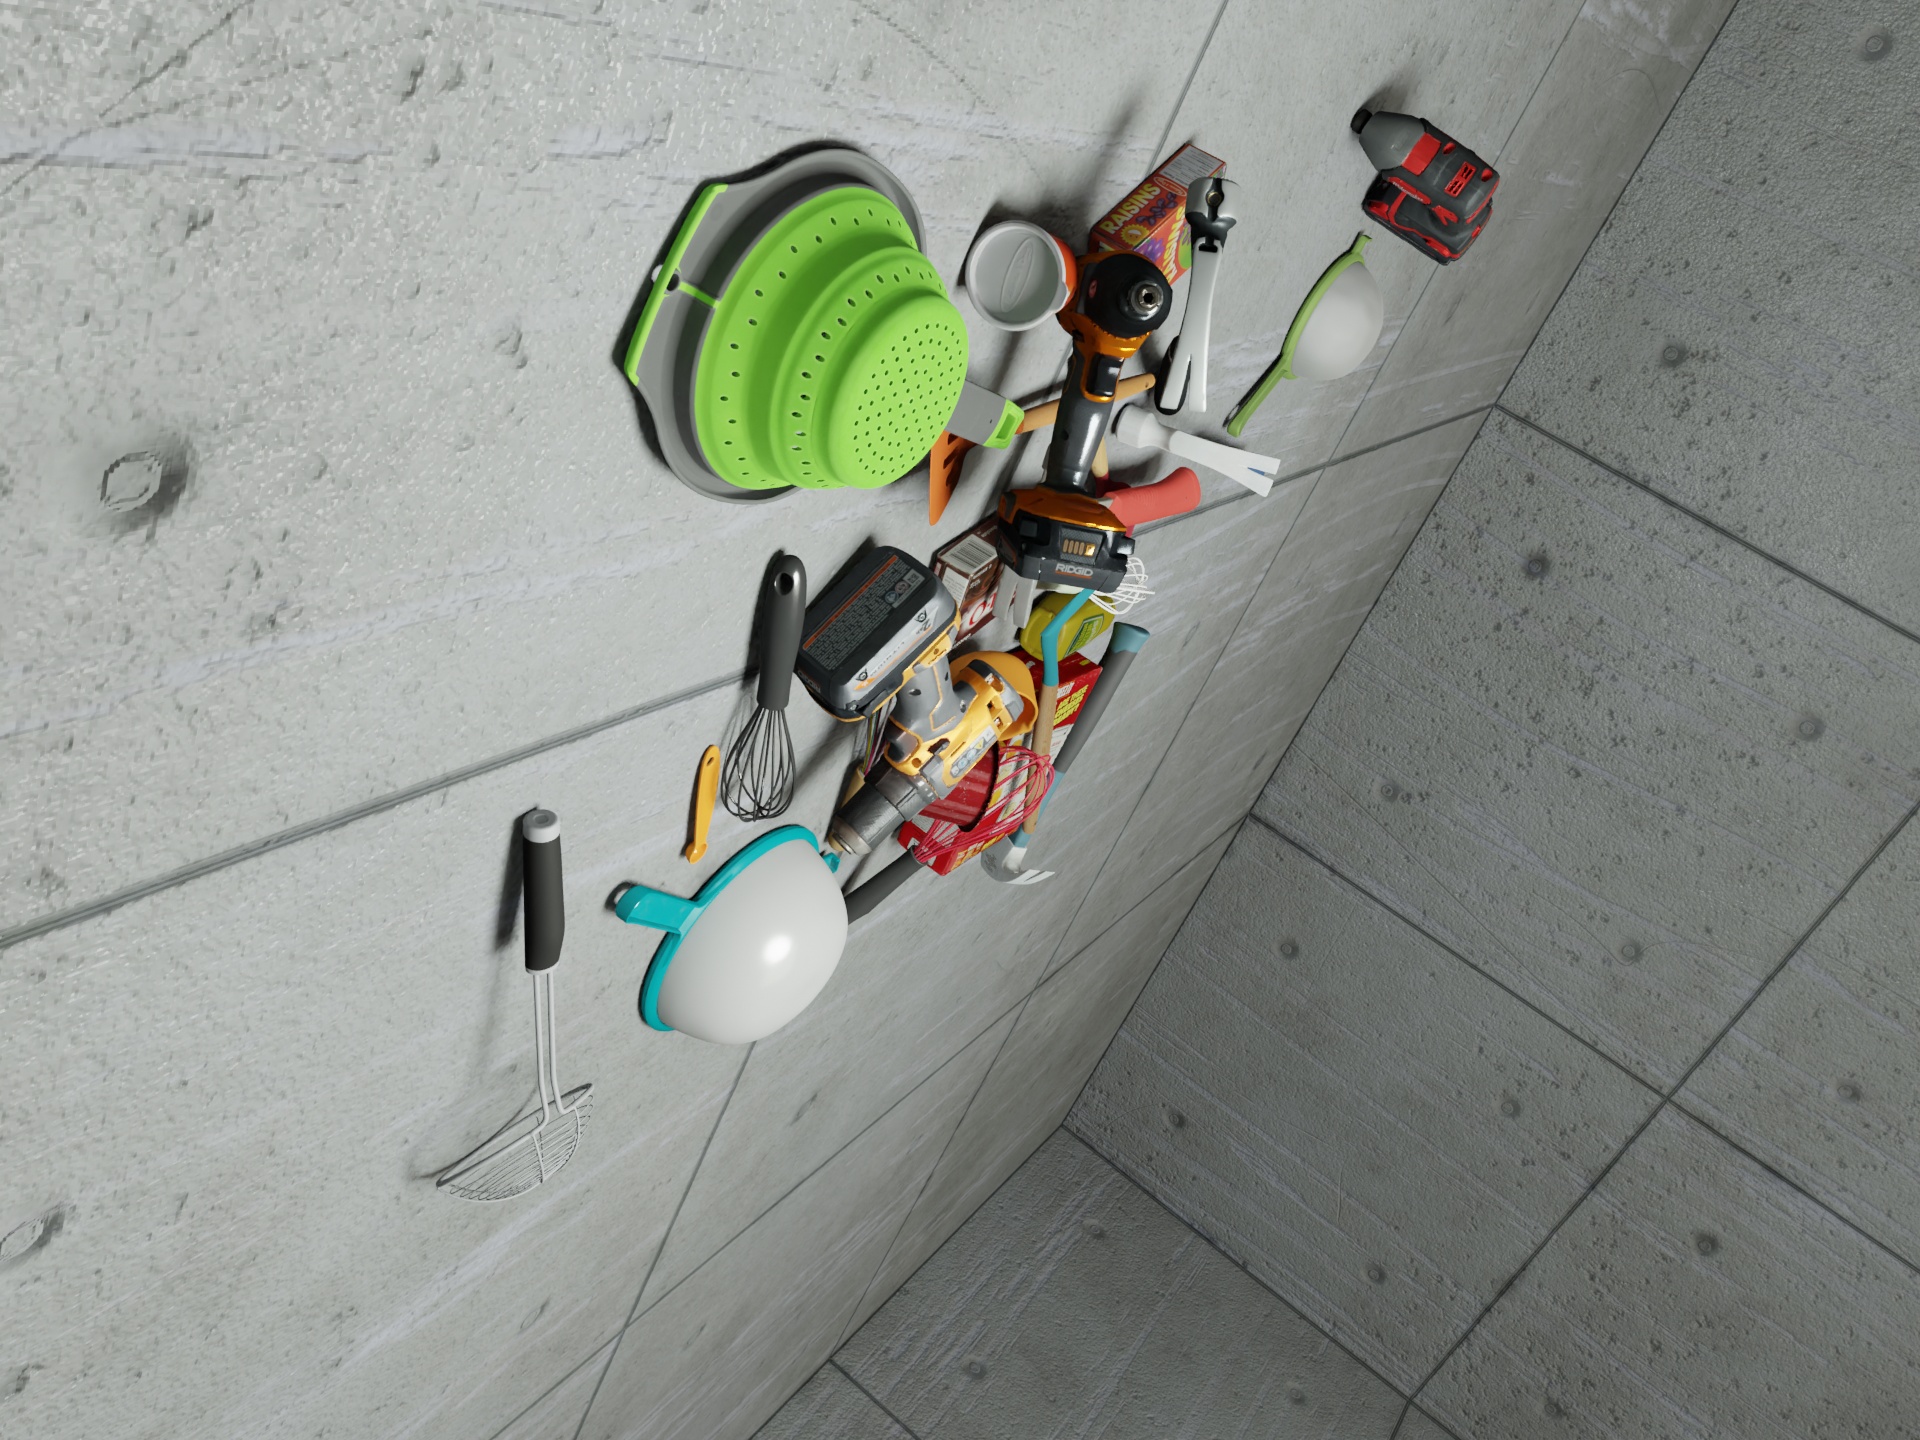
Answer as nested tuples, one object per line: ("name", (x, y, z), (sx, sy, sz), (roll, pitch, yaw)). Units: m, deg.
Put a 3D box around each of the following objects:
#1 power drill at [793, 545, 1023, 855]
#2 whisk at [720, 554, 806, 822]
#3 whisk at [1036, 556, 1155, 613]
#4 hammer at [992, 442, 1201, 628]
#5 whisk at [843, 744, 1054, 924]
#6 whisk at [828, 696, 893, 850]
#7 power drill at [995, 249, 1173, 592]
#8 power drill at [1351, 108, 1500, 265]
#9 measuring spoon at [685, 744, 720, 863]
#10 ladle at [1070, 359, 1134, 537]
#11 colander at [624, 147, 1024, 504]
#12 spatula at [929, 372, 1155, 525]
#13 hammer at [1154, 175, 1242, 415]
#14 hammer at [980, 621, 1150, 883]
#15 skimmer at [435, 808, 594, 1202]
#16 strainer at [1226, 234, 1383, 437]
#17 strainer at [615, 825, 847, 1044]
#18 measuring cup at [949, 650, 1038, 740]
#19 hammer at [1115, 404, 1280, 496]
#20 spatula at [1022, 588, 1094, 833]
("power drill", (-0.053, -0.004, 1.198), (0.185, 0.084, 0.226), (-46, 148, -9))
("whisk", (-0.134, -0.017, 1.113), (0.055, 0.055, 0.238), (-36, 149, -44))
("whisk", (0.109, -0.129, 1.479), (0.246, 0.058, 0.059), (-2, 114, -55))
("hammer", (0.135, -0.177, 1.403), (0.359, 0.037, 0.149), (-23, 135, -61))
("whisk", (-0.026, 0.115, 1.492), (0.296, 0.073, 0.073), (-40, 169, 25))
("whisk", (-0.075, 0.029, 1.345), (0.047, 0.051, 0.244), (-30, 155, -42))
("power drill", (0.090, -0.208, 1.092), (0.164, 0.084, 0.226), (-122, -138, -74))
("power drill", (0.443, -0.518, 1.527), (0.078, 0.143, 0.219), (-55, 169, 14))
("measuring spoon", (-0.190, 0.061, 1.163), (0.021, 0.011, 0.116), (-38, 152, -45))
("ladle", (0.119, -0.230, 1.391), (0.069, 0.031, 0.315), (-55, 160, -10))
("colander", (-0.026, -0.192, 0.933), (0.204, 0.094, 0.397), (-62, 156, 12))
("spatula", (0.064, -0.227, 1.205), (0.322, 0.041, 0.081), (-28, 130, -45))
("hammer", (0.174, -0.287, 1.240), (0.409, 0.036, 0.149), (-15, 113, -85))
("hammer", (0.106, 0.035, 1.661), (0.033, 0.128, 0.331), (9, 121, -34))
("skimmer", (-0.304, 0.196, 1.084), (0.127, 0.090, 0.363), (-31, 141, -44))
("strainer", (0.381, -0.384, 1.699), (0.256, 0.069, 0.151), (-51, 162, -17))
("strainer", (-0.175, 0.185, 1.279), (0.211, 0.095, 0.340), (-53, 163, -3))
("measuring cup", (-0.002, -0.005, 1.448), (0.095, 0.052, 0.173), (18, 142, -33))
("hammer", (0.263, -0.257, 1.575), (0.035, 0.144, 0.405), (-69, 166, 12))
("spatula", (0.087, -0.010, 1.453), (0.082, 0.044, 0.317), (-42, 149, -42))
